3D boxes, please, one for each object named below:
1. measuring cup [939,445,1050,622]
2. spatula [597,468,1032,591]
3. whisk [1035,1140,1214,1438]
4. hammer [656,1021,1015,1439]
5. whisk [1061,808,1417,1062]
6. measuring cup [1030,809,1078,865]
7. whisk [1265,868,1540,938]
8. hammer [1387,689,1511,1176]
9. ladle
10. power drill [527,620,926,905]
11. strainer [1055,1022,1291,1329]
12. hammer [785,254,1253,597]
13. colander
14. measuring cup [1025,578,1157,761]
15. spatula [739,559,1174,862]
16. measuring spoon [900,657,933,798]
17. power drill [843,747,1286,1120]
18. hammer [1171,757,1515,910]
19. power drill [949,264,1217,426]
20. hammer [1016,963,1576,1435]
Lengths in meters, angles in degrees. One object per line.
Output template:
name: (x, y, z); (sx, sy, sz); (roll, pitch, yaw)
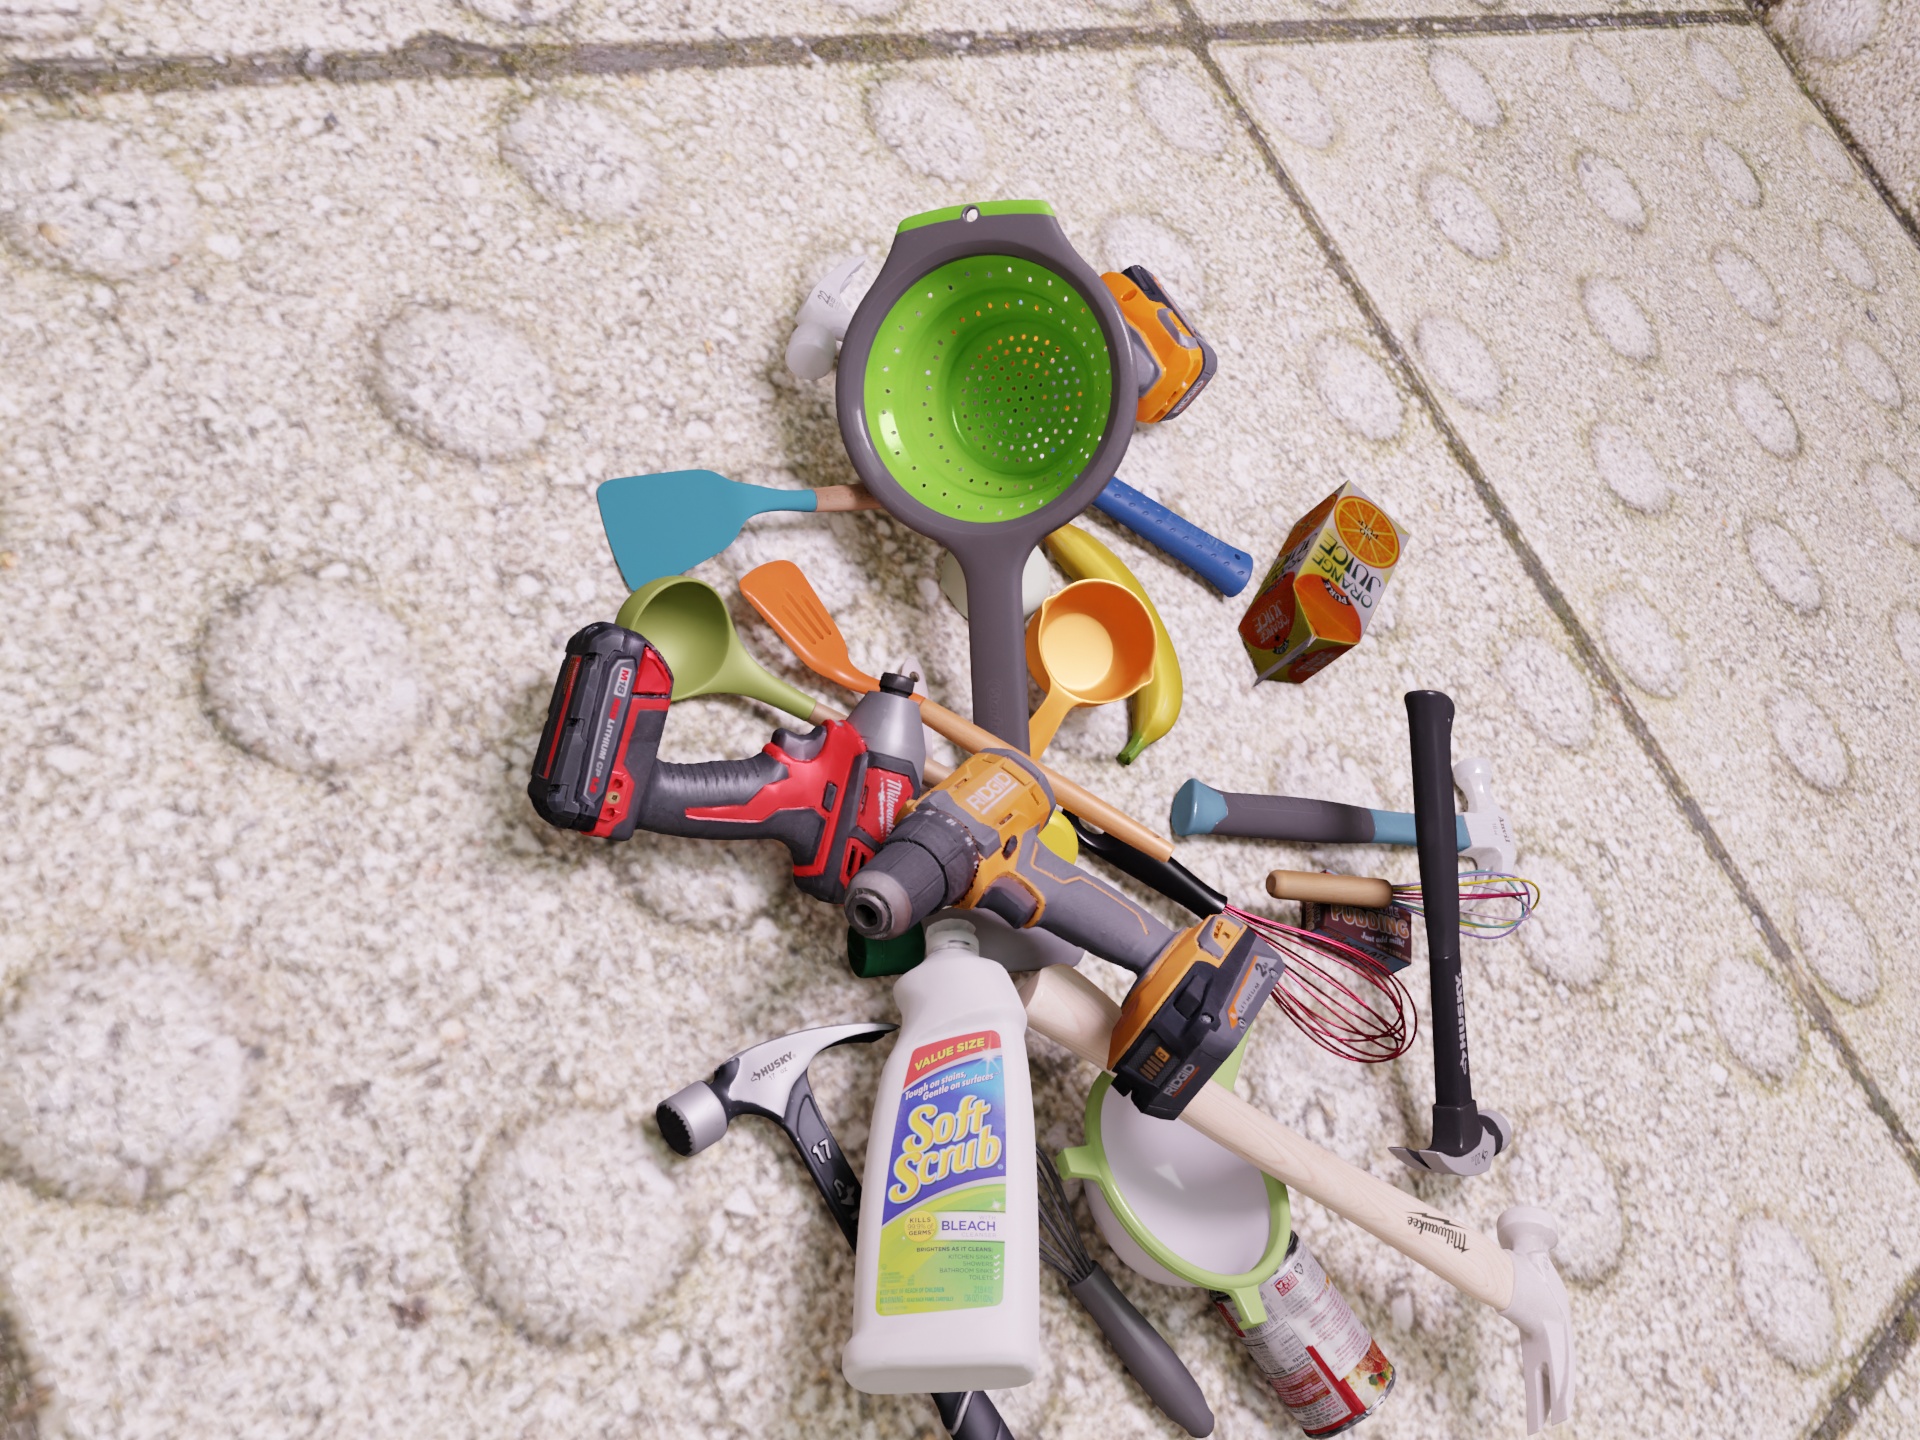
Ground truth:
measuring cup: (0.017, -0.146, 1.152); (0.083, 0.038, 0.168); (-3, 68, -33)
spatula: (-0.084, -0.147, 1.080); (0.317, 0.044, 0.082); (-10, 69, -34)
whisk: (0.074, 0.325, 0.930); (0.239, 0.055, 0.055); (52, 50, -2)
hammer: (-0.007, 0.353, 0.871); (0.149, 0.036, 0.409); (-25, 80, -40)
whisk: (0.192, 0.142, 1.093); (0.296, 0.073, 0.073); (35, 52, -4)
measuring cup: (0.003, 0.093, 0.996); (0.156, 0.029, 0.062); (-14, 102, -20)
whisk: (0.327, 0.124, 1.157); (0.244, 0.047, 0.051); (8, 66, -25)
hammer: (0.331, 0.146, 1.097); (0.146, 0.035, 0.335); (1, 85, -53)
ladle: (-0.068, 0.007, 0.992); (0.320, 0.062, 0.078); (28, 86, -14)
power drill: (-0.124, 0.020, 0.920); (0.219, 0.078, 0.143); (17, 86, -24)
strainer: (0.139, 0.259, 1.005); (0.151, 0.069, 0.256); (40, 33, -1)
hammer: (0.056, -0.212, 1.205); (0.405, 0.035, 0.144); (29, 41, -19)
colander: (0.031, -0.137, 1.069); (0.094, 0.204, 0.397); (-19, 107, -70)
measuring cup: (0.066, -0.018, 1.110); (0.095, 0.052, 0.174); (35, 79, -9)
spatula: (-0.002, -0.003, 1.020); (0.322, 0.041, 0.081); (30, 24, 8)
measuring spoon: (-0.024, 0.013, 1.052); (0.034, 0.018, 0.124); (5, 65, -30)
power drill: (0.053, 0.119, 0.890); (0.226, 0.084, 0.185); (38, 32, 11)
hammer: (0.298, 0.078, 1.212); (0.330, 0.033, 0.128); (6, 61, -29)
power drill: (0.081, -0.301, 1.222); (0.226, 0.084, 0.164); (-12, 62, -47)
hammer: (0.205, 0.274, 0.958); (0.410, 0.038, 0.146); (33, 37, -11)
